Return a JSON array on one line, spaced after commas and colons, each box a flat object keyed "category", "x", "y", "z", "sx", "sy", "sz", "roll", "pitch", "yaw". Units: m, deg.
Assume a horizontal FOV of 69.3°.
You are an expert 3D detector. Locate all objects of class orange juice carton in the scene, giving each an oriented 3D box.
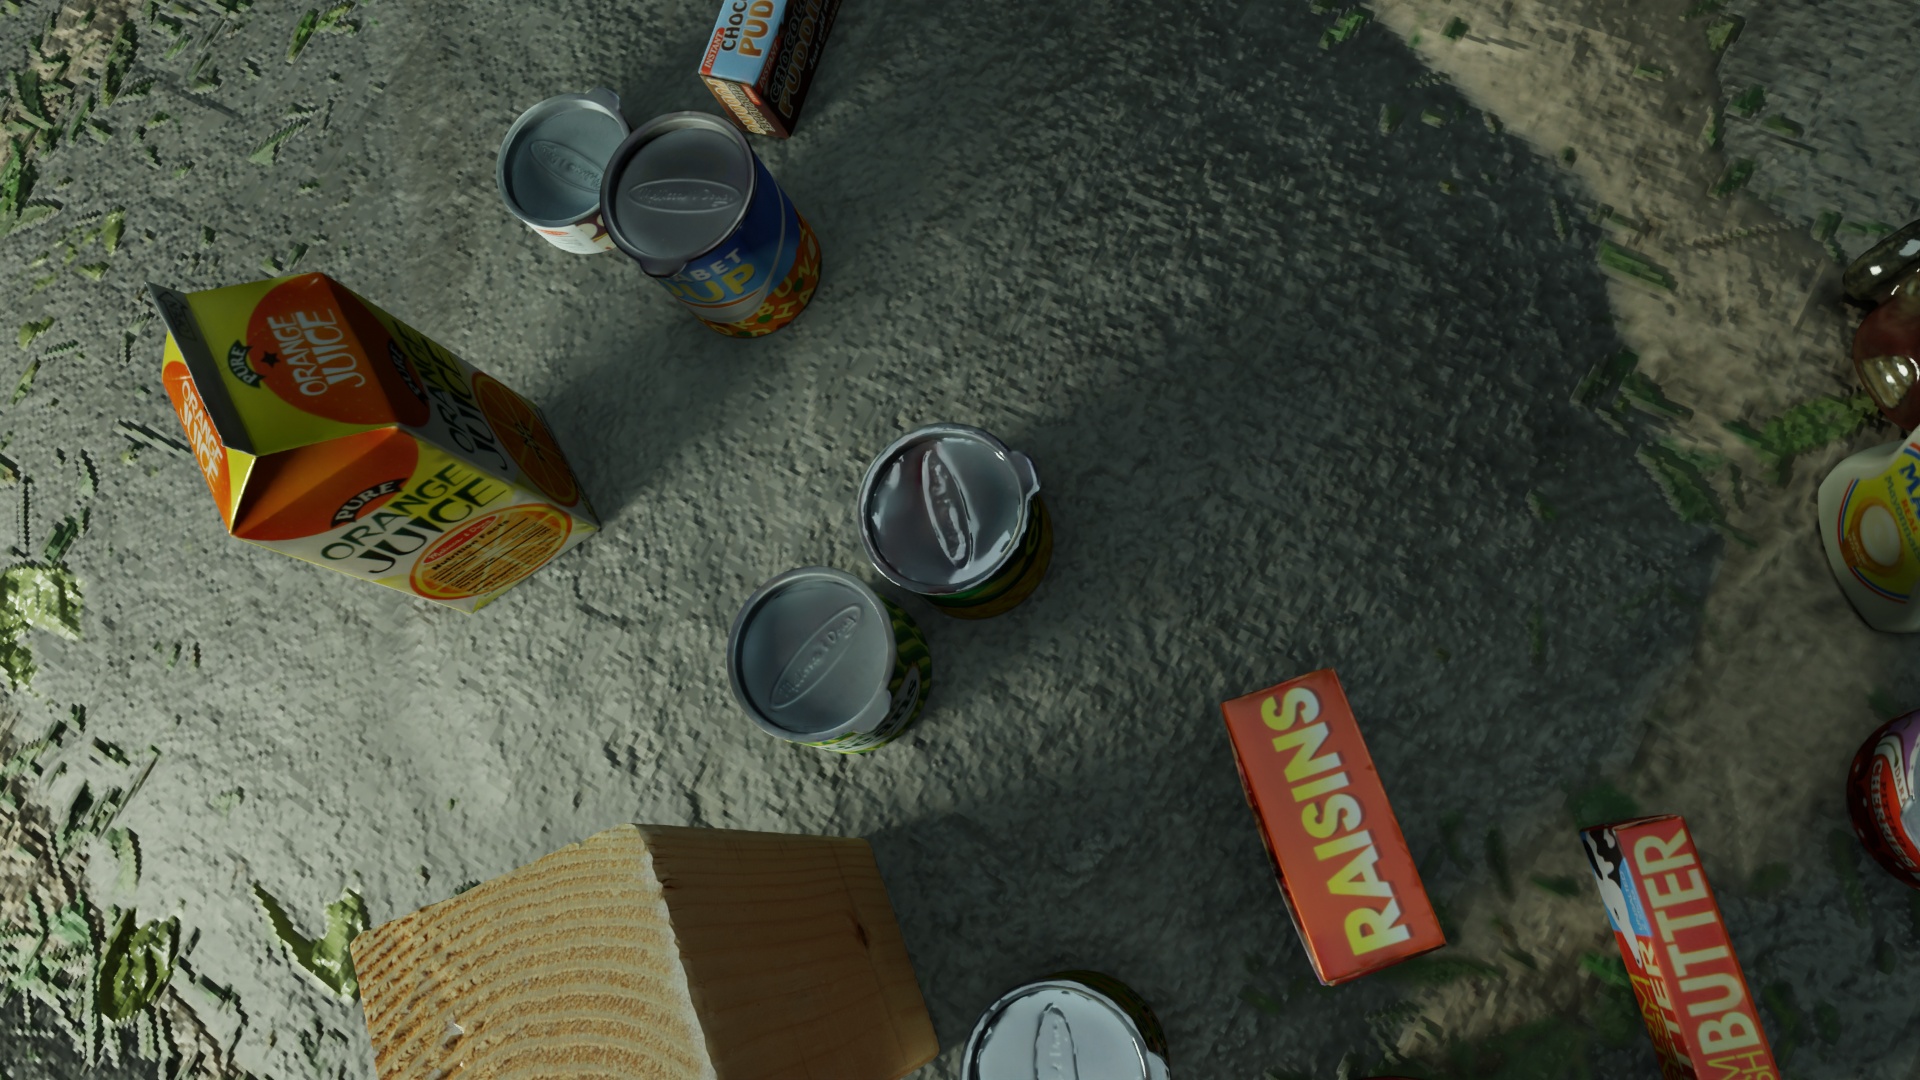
[{"category": "orange juice carton", "x": -0.224, "y": -0.035, "z": 0.529, "sx": 0.073, "sy": 0.192, "sz": 0.072, "roll": -34, "pitch": 72, "yaw": 4}]

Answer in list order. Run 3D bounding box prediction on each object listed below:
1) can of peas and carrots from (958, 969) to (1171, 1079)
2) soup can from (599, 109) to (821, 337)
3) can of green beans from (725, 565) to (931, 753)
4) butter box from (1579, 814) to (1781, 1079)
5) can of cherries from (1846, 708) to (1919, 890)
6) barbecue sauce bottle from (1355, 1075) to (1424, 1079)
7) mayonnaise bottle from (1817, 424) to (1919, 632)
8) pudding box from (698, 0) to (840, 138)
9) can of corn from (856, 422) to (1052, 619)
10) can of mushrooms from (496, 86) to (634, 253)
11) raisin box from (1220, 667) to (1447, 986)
[{"category": "can of peas and carrots", "x": 0.040, "y": 0.184, "z": 0.483, "sx": 0.071, "sy": 0.058, "sz": 0.071, "roll": -3, "pitch": 76, "yaw": 12}, {"category": "soup can", "x": -0.103, "y": -0.127, "z": 0.581, "sx": 0.071, "sy": 0.083, "sz": 0.071, "roll": -3, "pitch": 76, "yaw": 13}, {"category": "can of green beans", "x": -0.049, "y": 0.048, "z": 0.539, "sx": 0.071, "sy": 0.057, "sz": 0.071, "roll": -3, "pitch": 76, "yaw": 12}, {"category": "butter box", "x": 0.235, "y": 0.142, "z": 0.451, "sx": 0.024, "sy": 0.053, "sz": 0.104, "roll": -16, "pitch": 73, "yaw": 9}, {"category": "can of cherries", "x": 0.326, "y": 0.082, "z": 0.442, "sx": 0.071, "sy": 0.058, "sz": 0.071, "roll": -3, "pitch": 76, "yaw": 12}, {"category": "barbecue sauce bottle", "x": 0.141, "y": 0.192, "z": 0.410, "sx": 0.065, "sy": 0.148, "sz": 0.044, "roll": 7, "pitch": 79, "yaw": 15}, {"category": "mayonnaise bottle", "x": 0.311, "y": -0.013, "z": 0.422, "sx": 0.041, "sy": 0.148, "sz": 0.065, "roll": -14, "pitch": 74, "yaw": 10}, {"category": "pudding box", "x": -0.083, "y": -0.230, "z": 0.621, "sx": 0.030, "sy": 0.049, "sz": 0.084, "roll": 15, "pitch": 80, "yaw": 16}, {"category": "can of corn", "x": 0.002, "y": -0.007, "z": 0.540, "sx": 0.071, "sy": 0.058, "sz": 0.071, "roll": -3, "pitch": 76, "yaw": 12}, {"category": "can of mushrooms", "x": -0.172, "y": -0.169, "z": 0.635, "sx": 0.071, "sy": 0.033, "sz": 0.071, "roll": -3, "pitch": 76, "yaw": 12}, {"category": "raisin box", "x": 0.119, "y": 0.094, "z": 0.453, "sx": 0.040, "sy": 0.123, "sz": 0.086, "roll": -20, "pitch": 73, "yaw": 8}]
